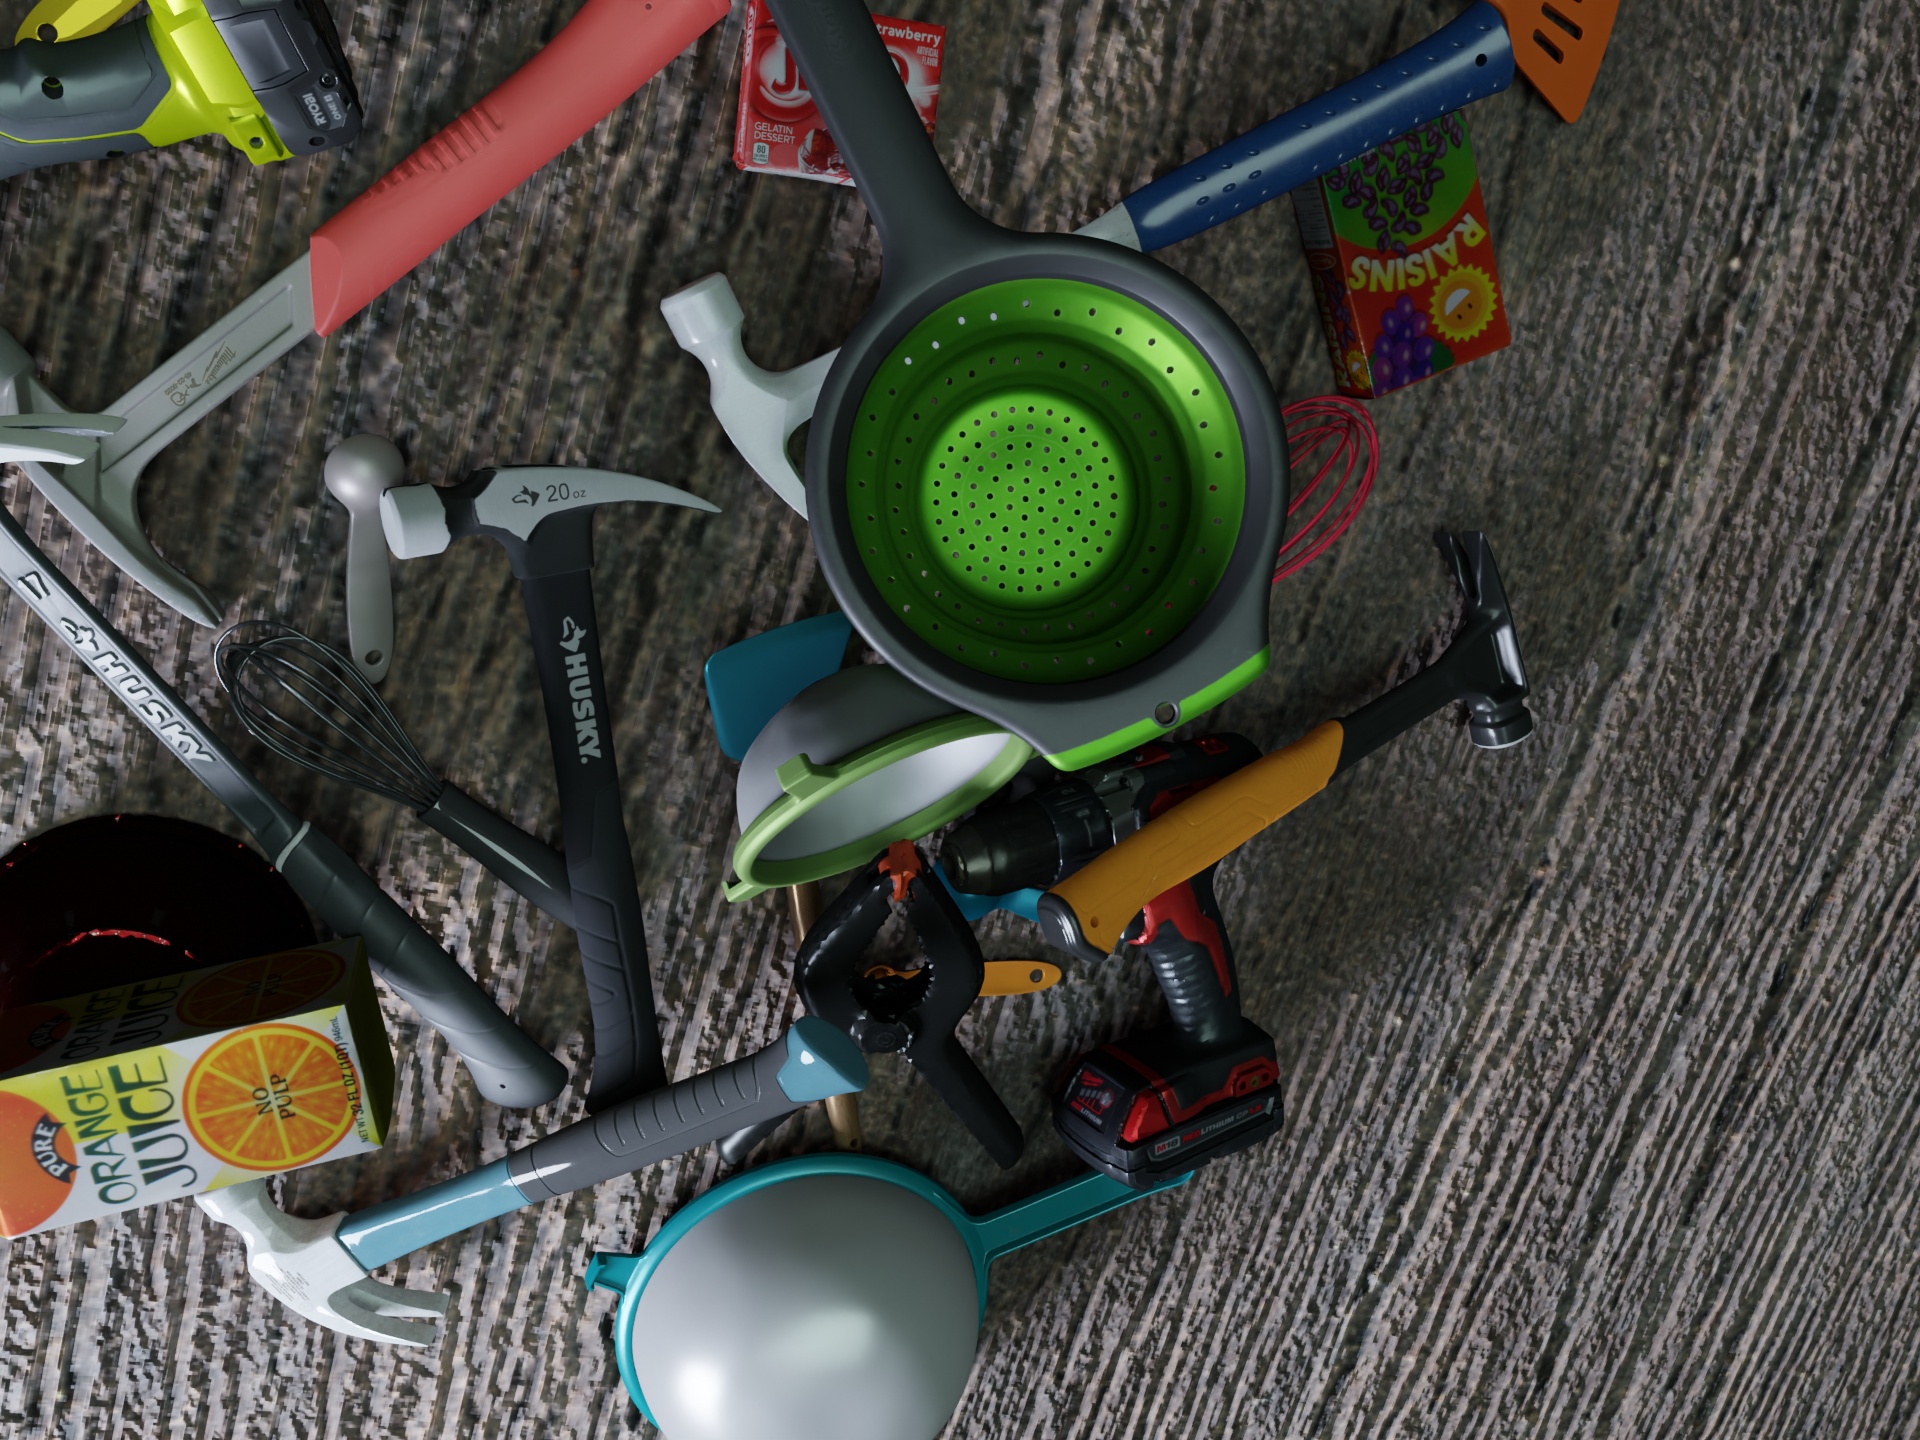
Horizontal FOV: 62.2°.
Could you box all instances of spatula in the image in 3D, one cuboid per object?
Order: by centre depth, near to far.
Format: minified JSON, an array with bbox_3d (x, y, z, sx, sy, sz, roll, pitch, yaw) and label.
[{"bbox_3d":[0.191,-0.379,0.775,0.322,0.041,0.081,12,101,-15],"label":"spatula"},{"bbox_3d":[-0.076,0.099,0.820,0.082,0.044,0.317,-21,114,-32],"label":"spatula"}]

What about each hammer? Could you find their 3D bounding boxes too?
[{"bbox_3d":[-0.242,-0.203,0.687,0.359,0.037,0.149,-39,113,-2],"label":"hammer"},{"bbox_3d":[-0.302,0.040,0.701,0.149,0.036,0.408,-18,125,22],"label":"hammer"},{"bbox_3d":[0.072,-0.222,0.750,0.405,0.035,0.144,-26,112,0],"label":"hammer"},{"bbox_3d":[-0.170,0.043,0.756,0.146,0.035,0.334,-14,109,-29],"label":"hammer"},{"bbox_3d":[-0.199,0.215,0.766,0.331,0.033,0.128,-23,113,13],"label":"hammer"},{"bbox_3d":[0.172,0.019,0.820,0.337,0.034,0.127,-29,110,-27],"label":"hammer"}]

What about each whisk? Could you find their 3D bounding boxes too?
[{"bbox_3d":[-0.246,0.036,0.752,0.055,0.055,0.238,-47,117,1],"label":"whisk"},{"bbox_3d":[0.104,-0.052,0.826,0.073,0.073,0.296,40,98,-23],"label":"whisk"}]

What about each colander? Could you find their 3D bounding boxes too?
[{"bbox_3d":[-0.002,-0.175,0.698,0.204,0.094,0.397,-27,94,-3],"label":"colander"}]

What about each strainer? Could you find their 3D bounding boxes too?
[{"bbox_3d":[-0.001,-0.002,0.757,0.256,0.151,0.069,-20,72,-26],"label":"strainer"},{"bbox_3d":[-0.017,0.324,0.863,0.340,0.095,0.210,-22,114,-5],"label":"strainer"}]

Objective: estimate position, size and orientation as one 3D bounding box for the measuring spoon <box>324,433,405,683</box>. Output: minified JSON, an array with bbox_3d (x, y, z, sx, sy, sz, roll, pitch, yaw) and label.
[{"bbox_3d":[-0.263,-0.068,0.712,0.034,0.018,0.124,-14,128,-35],"label":"measuring spoon"}]

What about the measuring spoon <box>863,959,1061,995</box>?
[{"bbox_3d":[0.001,0.141,0.876,0.117,0.011,0.021,1,105,-21],"label":"measuring spoon"}]

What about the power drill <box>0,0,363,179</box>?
[{"bbox_3d":[-0.354,-0.248,0.578,0.223,0.080,0.171,-22,146,-6],"label":"power drill"}]

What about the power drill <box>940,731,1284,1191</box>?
[{"bbox_3d":[0.085,0.128,0.846,0.188,0.080,0.226,-14,107,-26],"label":"power drill"}]

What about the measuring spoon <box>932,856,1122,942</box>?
[{"bbox_3d":[0.043,0.103,0.868,0.128,0.021,0.042,18,100,-19],"label":"measuring spoon"}]

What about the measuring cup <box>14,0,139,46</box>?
[{"bbox_3d":[-0.316,-0.316,0.633,0.156,0.029,0.062,-43,113,-4],"label":"measuring cup"}]
